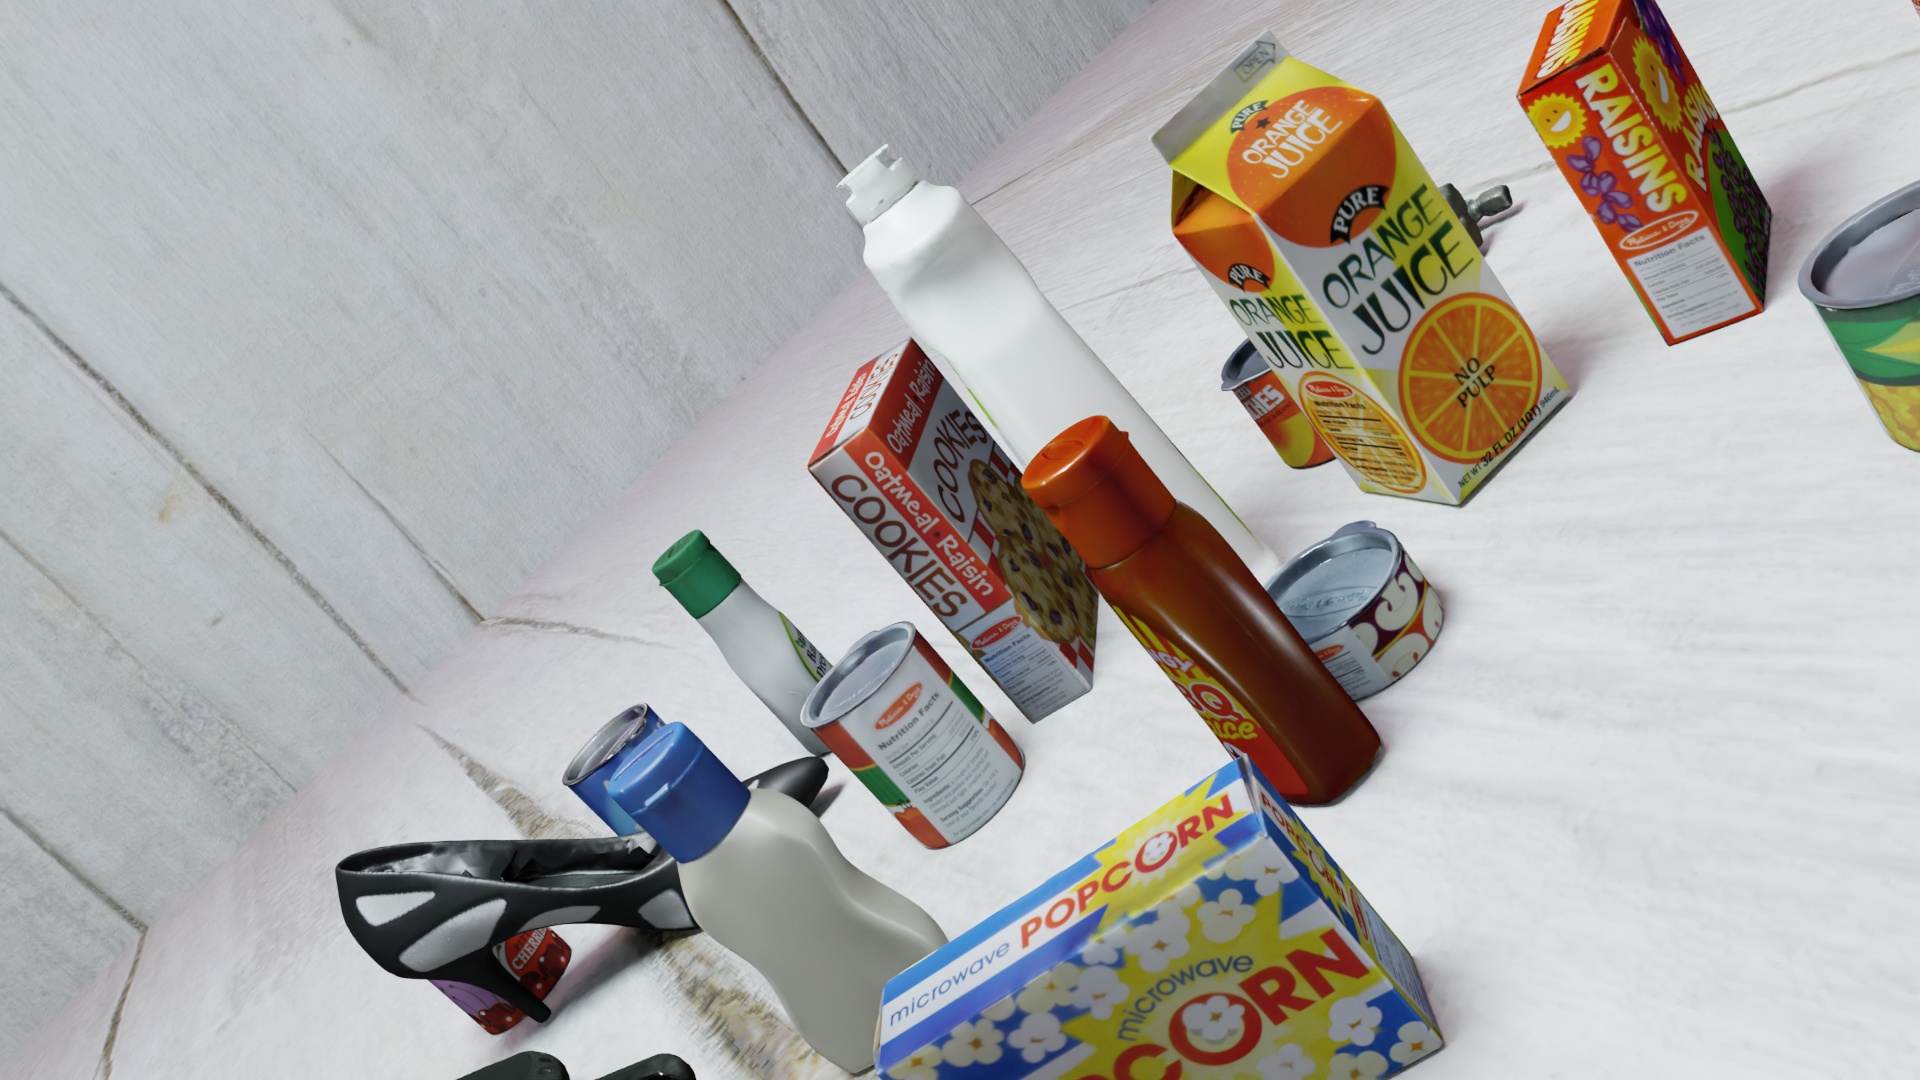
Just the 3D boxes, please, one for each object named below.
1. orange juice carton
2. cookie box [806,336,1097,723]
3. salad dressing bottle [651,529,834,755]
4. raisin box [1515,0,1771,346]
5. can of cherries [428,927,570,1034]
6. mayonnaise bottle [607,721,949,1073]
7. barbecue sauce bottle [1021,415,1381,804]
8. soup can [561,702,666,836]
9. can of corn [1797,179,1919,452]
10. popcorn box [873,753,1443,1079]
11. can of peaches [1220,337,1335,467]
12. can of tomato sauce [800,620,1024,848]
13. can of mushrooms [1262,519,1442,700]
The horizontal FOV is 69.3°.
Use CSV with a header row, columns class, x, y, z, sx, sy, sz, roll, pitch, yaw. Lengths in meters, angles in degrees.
class,x,y,z,sx,sy,sz,roll,pitch,yaw
orange juice carton,0.157,-0.110,0.570,0.072,0.192,0.073,-43,17,-9
cookie box,0.002,-0.009,0.687,0.040,0.167,0.123,-34,18,22
salad dressing bottle,-0.116,0.059,0.805,0.044,0.147,0.064,-39,16,4
raisin box,0.273,-0.152,0.548,0.040,0.123,0.086,-23,24,45
can of cherries,-0.273,0.246,0.820,0.071,0.058,0.072,-36,17,13
mayonnaise bottle,-0.067,0.130,0.517,0.065,0.148,0.041,-39,16,4
barbecue sauce bottle,0.080,0.024,0.473,0.044,0.148,0.065,-44,17,-11
soup can,-0.183,0.149,0.830,0.071,0.083,0.071,-36,17,13
can of corn,0.293,-0.067,0.402,0.071,0.058,0.071,-36,17,13
popcorn box,0.051,0.128,0.377,0.126,0.085,0.038,-36,17,14
can of peaches,0.171,-0.076,0.688,0.071,0.058,0.071,-36,17,13
can of tomato sauce,-0.021,0.089,0.637,0.071,0.083,0.071,-36,17,13
can of mushrooms,0.145,0.027,0.523,0.071,0.033,0.071,-36,17,13
